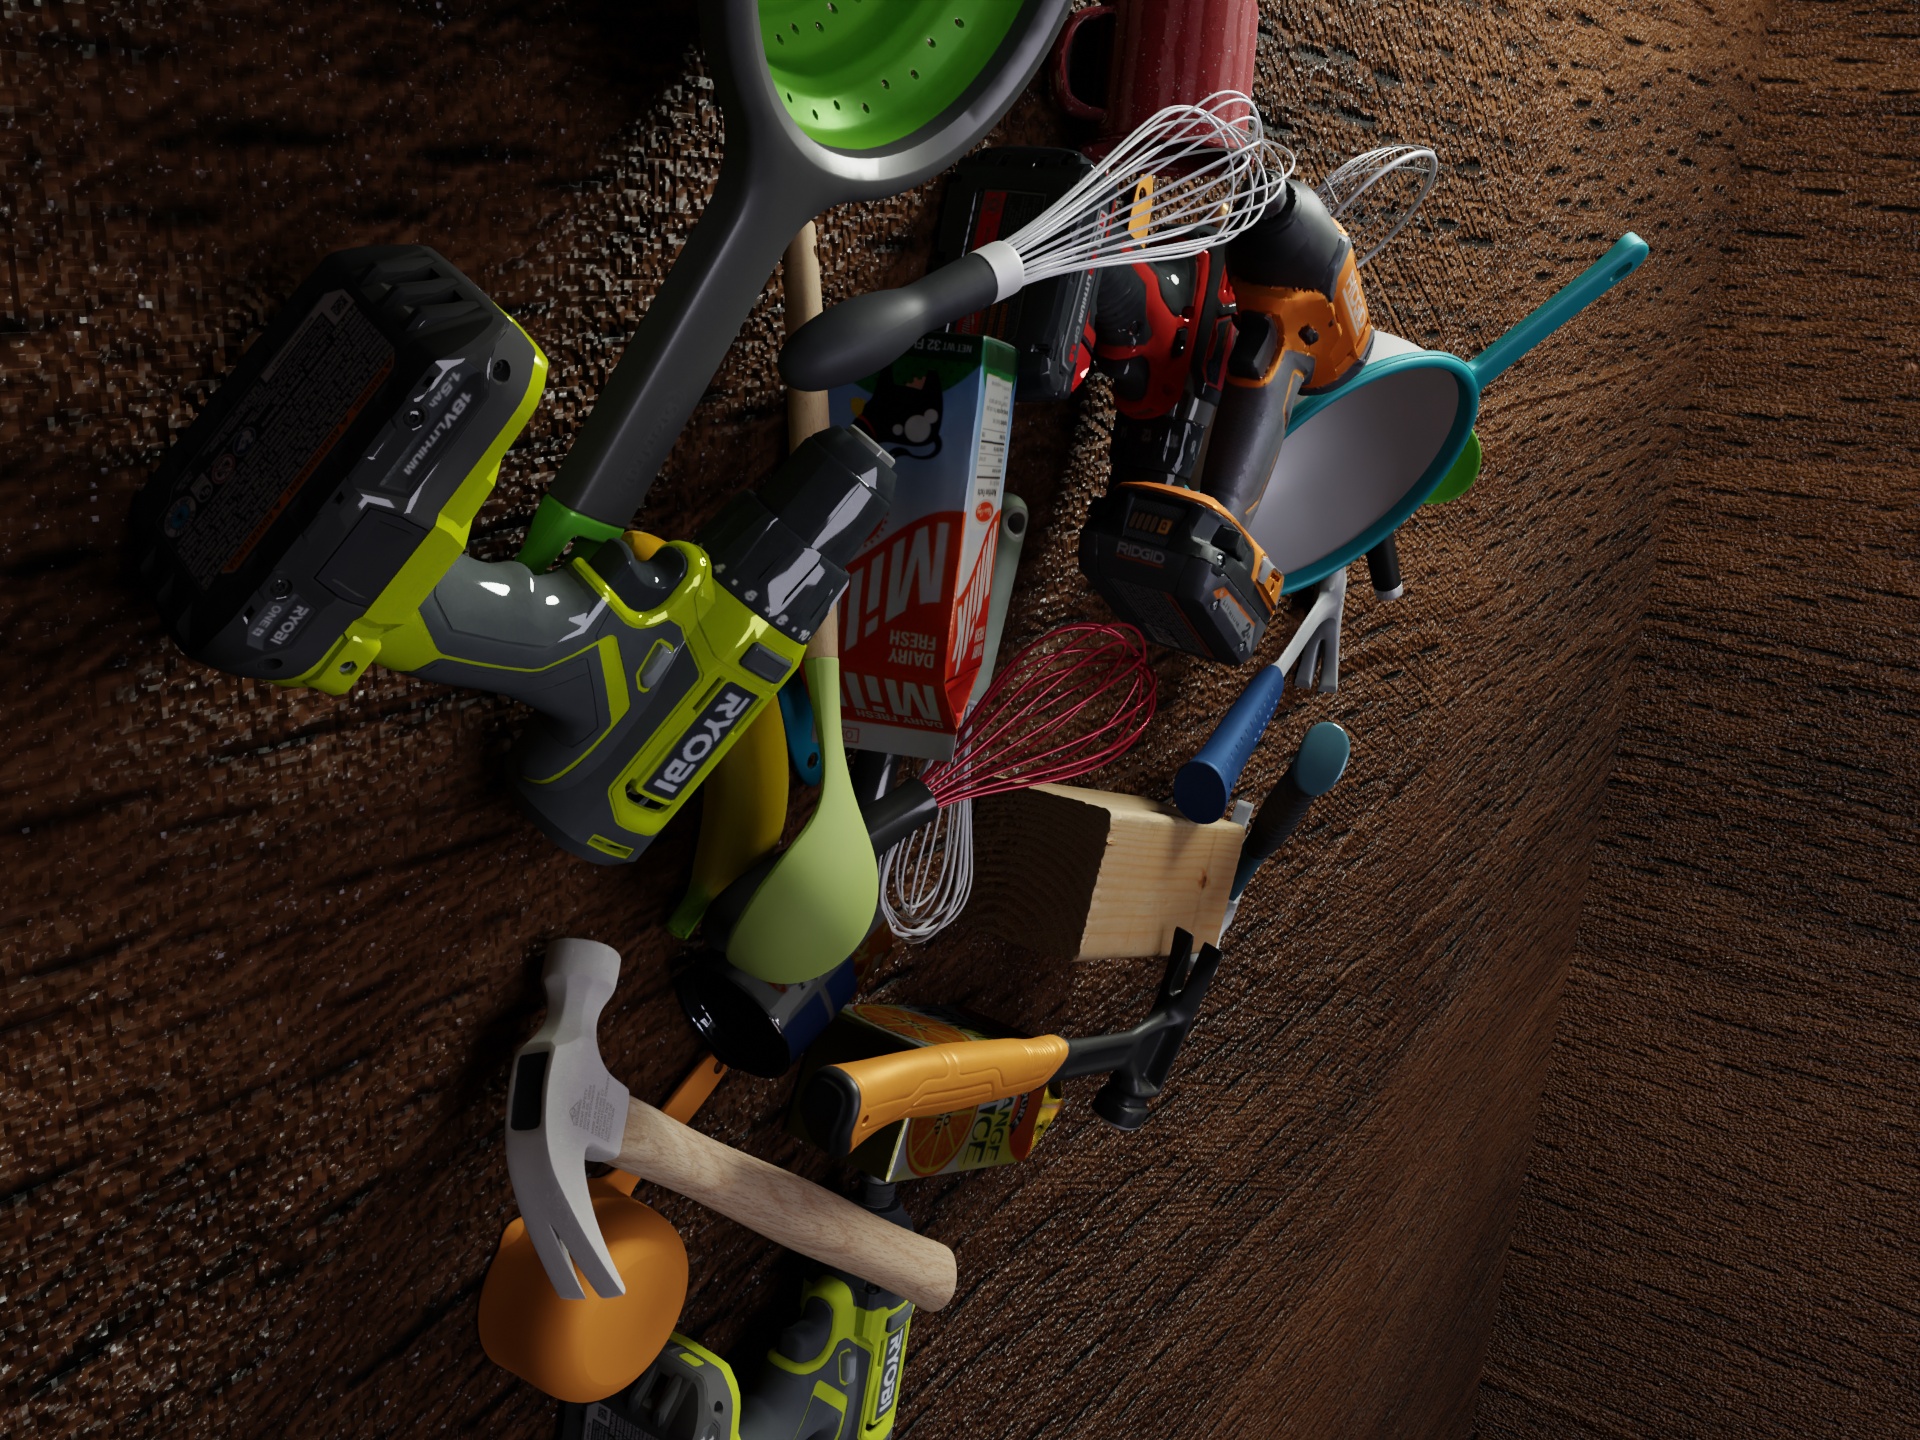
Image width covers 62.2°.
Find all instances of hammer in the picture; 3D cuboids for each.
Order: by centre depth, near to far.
[{"bbox_3d":[-0.091,0.224,0.736,0.331,0.031,0.130,46,40,-47],"label":"hammer"},{"bbox_3d":[0.035,0.177,0.841,0.336,0.034,0.127,8,108,-56],"label":"hammer"},{"bbox_3d":[0.211,0.081,1.103,0.330,0.033,0.128,97,15,-68],"label":"hammer"},{"bbox_3d":[0.224,-0.026,1.129,0.405,0.035,0.144,-43,140,-57],"label":"hammer"}]

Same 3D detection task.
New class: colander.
[{"bbox_3d":[-0.083,-0.235,0.587,0.397,0.095,0.204,-58,157,8],"label":"colander"}]

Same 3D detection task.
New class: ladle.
[{"bbox_3d":[-0.072,-0.051,0.667,0.078,0.062,0.320,13,73,-77],"label":"ladle"}]

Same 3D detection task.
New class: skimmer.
[{"bbox_3d":[0.306,-0.232,1.148,0.127,0.090,0.362,-34,126,-20],"label":"skimmer"}]

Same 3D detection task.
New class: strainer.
[{"bbox_3d":[0.273,-0.220,1.028,0.340,0.095,0.210,-38,152,8],"label":"strainer"}]

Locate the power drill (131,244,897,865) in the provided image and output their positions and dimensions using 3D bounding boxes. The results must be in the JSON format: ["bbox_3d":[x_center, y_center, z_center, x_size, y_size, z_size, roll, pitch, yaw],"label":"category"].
[{"bbox_3d":[-0.131,-0.057,0.542,0.190,0.080,0.228,-50,147,5],"label":"power drill"}]

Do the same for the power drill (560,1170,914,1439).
[{"bbox_3d":[-0.100,0.338,0.818,0.223,0.080,0.171,-11,113,-60],"label":"power drill"}]

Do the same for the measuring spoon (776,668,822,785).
[{"bbox_3d":[-0.074,-0.021,0.742,0.042,0.021,0.128,-42,135,-41],"label":"measuring spoon"}]

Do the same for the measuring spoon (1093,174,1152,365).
[{"bbox_3d":[0.093,-0.259,0.913,0.021,0.011,0.117,13,89,-54],"label":"measuring spoon"}]

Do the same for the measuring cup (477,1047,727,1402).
[{"bbox_3d":[-0.139,0.223,0.720,0.174,0.052,0.095,-53,143,-27],"label":"measuring cup"}]

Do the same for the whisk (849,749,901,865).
[{"bbox_3d":[-0.035,0.002,0.797,0.055,0.055,0.239,3,105,-58],"label":"whisk"}]

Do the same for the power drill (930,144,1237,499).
[{"bbox_3d":[0.074,-0.187,0.840,0.226,0.080,0.188,3,101,-57],"label":"power drill"}]

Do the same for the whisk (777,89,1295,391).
[{"bbox_3d":[0.038,-0.200,0.671,0.284,0.070,0.070,-34,132,-28],"label":"whisk"}]

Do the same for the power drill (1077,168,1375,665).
[{"bbox_3d":[0.142,-0.159,0.820,0.226,0.084,0.164,-67,152,-9],"label":"power drill"}]

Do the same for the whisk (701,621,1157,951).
[{"bbox_3d":[-0.005,0.030,0.770,0.296,0.073,0.073,-32,130,-33],"label":"whisk"}]

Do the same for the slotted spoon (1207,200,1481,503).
[{"bbox_3d":[0.260,-0.246,1.076,0.313,0.070,0.031,35,30,-37],"label":"slotted spoon"}]

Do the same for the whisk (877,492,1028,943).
[{"bbox_3d":[-0.001,-0.003,0.846,0.057,0.059,0.246,18,83,-42],"label":"whisk"}]
